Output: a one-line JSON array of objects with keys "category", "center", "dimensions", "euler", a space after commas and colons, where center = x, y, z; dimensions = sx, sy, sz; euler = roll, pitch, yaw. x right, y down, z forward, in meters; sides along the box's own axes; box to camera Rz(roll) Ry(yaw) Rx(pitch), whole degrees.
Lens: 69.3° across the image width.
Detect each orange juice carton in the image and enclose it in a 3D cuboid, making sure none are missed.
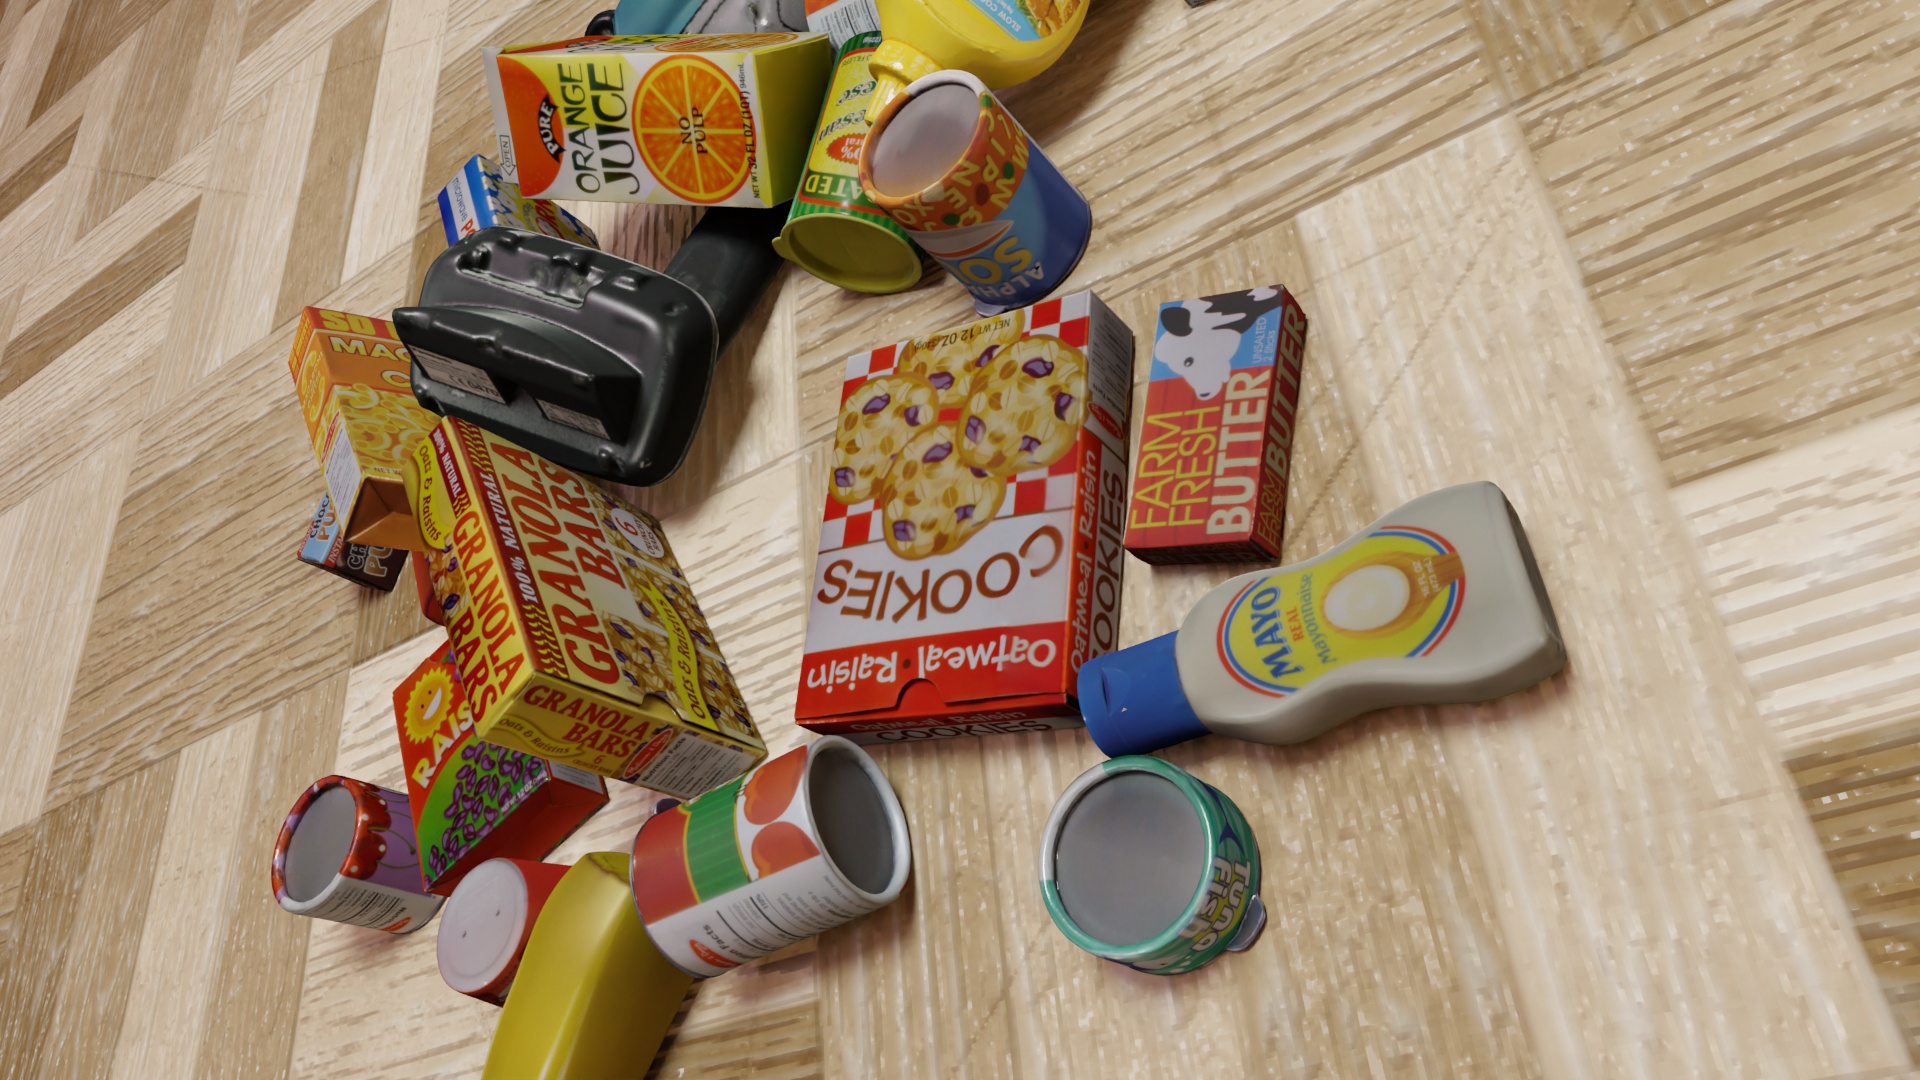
[{"category": "orange juice carton", "center": [-0.161, -0.212, 0.695], "dimensions": [0.193, 0.071, 0.073], "euler": [8, 28, 24]}]

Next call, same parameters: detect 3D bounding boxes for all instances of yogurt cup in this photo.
[{"category": "yogurt cup", "center": [-0.182, 0.167, 0.587], "dimensions": [0.072, 0.054, 0.073], "euler": [-17, 57, 29]}]

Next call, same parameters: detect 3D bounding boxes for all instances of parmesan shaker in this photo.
[{"category": "parmesan shaker", "center": [-0.042, -0.177, 0.651], "dimensions": [0.071, 0.071, 0.103], "euler": [-2, 67, 36]}]

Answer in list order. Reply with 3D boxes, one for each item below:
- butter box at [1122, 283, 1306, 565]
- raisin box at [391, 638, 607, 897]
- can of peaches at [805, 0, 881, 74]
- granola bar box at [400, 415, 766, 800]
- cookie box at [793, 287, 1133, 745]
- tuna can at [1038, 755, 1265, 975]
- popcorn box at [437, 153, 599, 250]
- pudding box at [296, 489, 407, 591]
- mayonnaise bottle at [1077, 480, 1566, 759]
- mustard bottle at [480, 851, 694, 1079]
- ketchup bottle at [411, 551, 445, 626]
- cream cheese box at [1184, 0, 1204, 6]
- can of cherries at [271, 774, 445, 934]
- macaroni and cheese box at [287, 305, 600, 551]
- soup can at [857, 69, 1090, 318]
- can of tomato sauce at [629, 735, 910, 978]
[{"category": "butter box", "center": [0.094, -0.041, 0.510], "dimensions": [0.053, 0.024, 0.104], "euler": [-5, 64, 36]}, {"category": "raisin box", "center": [-0.224, 0.097, 0.665], "dimensions": [0.086, 0.040, 0.124], "euler": [-42, 48, 13]}, {"category": "can of peaches", "center": [-0.035, -0.264, 0.695], "dimensions": [0.058, 0.071, 0.071], "euler": [-14, 60, 32]}, {"category": "granola bar box", "center": [-0.164, 0.029, 0.598], "dimensions": [0.039, 0.124, 0.166], "euler": [-45, 49, 12]}, {"category": "cookie box", "center": [0.002, -0.007, 0.549], "dimensions": [0.123, 0.040, 0.168], "euler": [-10, 62, 33]}, {"category": "tuna can", "center": [0.062, 0.106, 0.450], "dimensions": [0.071, 0.033, 0.071], "euler": [-17, 58, 30]}, {"category": "popcorn box", "center": [-0.237, -0.149, 0.771], "dimensions": [0.038, 0.085, 0.127], "euler": [-40, 50, 15]}, {"category": "pudding box", "center": [-0.342, -0.018, 0.806], "dimensions": [0.030, 0.049, 0.084], "euler": [6, 71, 37]}, {"category": "mayonnaise bottle", "center": [0.110, 0.034, 0.446], "dimensions": [0.148, 0.041, 0.065], "euler": [-22, 58, 26]}, {"category": "mustard bottle", "center": [-0.154, 0.203, 0.543], "dimensions": [0.049, 0.065, 0.160], "euler": [21, 85, 37]}, {"category": "ketchup bottle", "center": [-0.277, -0.023, 0.764], "dimensions": [0.064, 0.043, 0.149], "euler": [-44, 48, 16]}, {"category": "cream cheese box", "center": [0.140, -0.272, 0.595], "dimensions": [0.103, 0.024, 0.053], "euler": [-9, 62, 33]}, {"category": "can of cherries", "center": [-0.287, 0.150, 0.671], "dimensions": [0.071, 0.058, 0.072], "euler": [-17, 59, 30]}, {"category": "macaroni and cheese box", "center": [-0.264, -0.055, 0.715], "dimensions": [0.167, 0.124, 0.040], "euler": [51, 120, 41]}, {"category": "soup can", "center": [0.005, -0.145, 0.589], "dimensions": [0.071, 0.083, 0.071], "euler": [-17, 59, 30]}, {"category": "can of tomato sauce", "center": [-0.071, 0.117, 0.522], "dimensions": [0.083, 0.071, 0.071], "euler": [-28, 54, 22]}]
